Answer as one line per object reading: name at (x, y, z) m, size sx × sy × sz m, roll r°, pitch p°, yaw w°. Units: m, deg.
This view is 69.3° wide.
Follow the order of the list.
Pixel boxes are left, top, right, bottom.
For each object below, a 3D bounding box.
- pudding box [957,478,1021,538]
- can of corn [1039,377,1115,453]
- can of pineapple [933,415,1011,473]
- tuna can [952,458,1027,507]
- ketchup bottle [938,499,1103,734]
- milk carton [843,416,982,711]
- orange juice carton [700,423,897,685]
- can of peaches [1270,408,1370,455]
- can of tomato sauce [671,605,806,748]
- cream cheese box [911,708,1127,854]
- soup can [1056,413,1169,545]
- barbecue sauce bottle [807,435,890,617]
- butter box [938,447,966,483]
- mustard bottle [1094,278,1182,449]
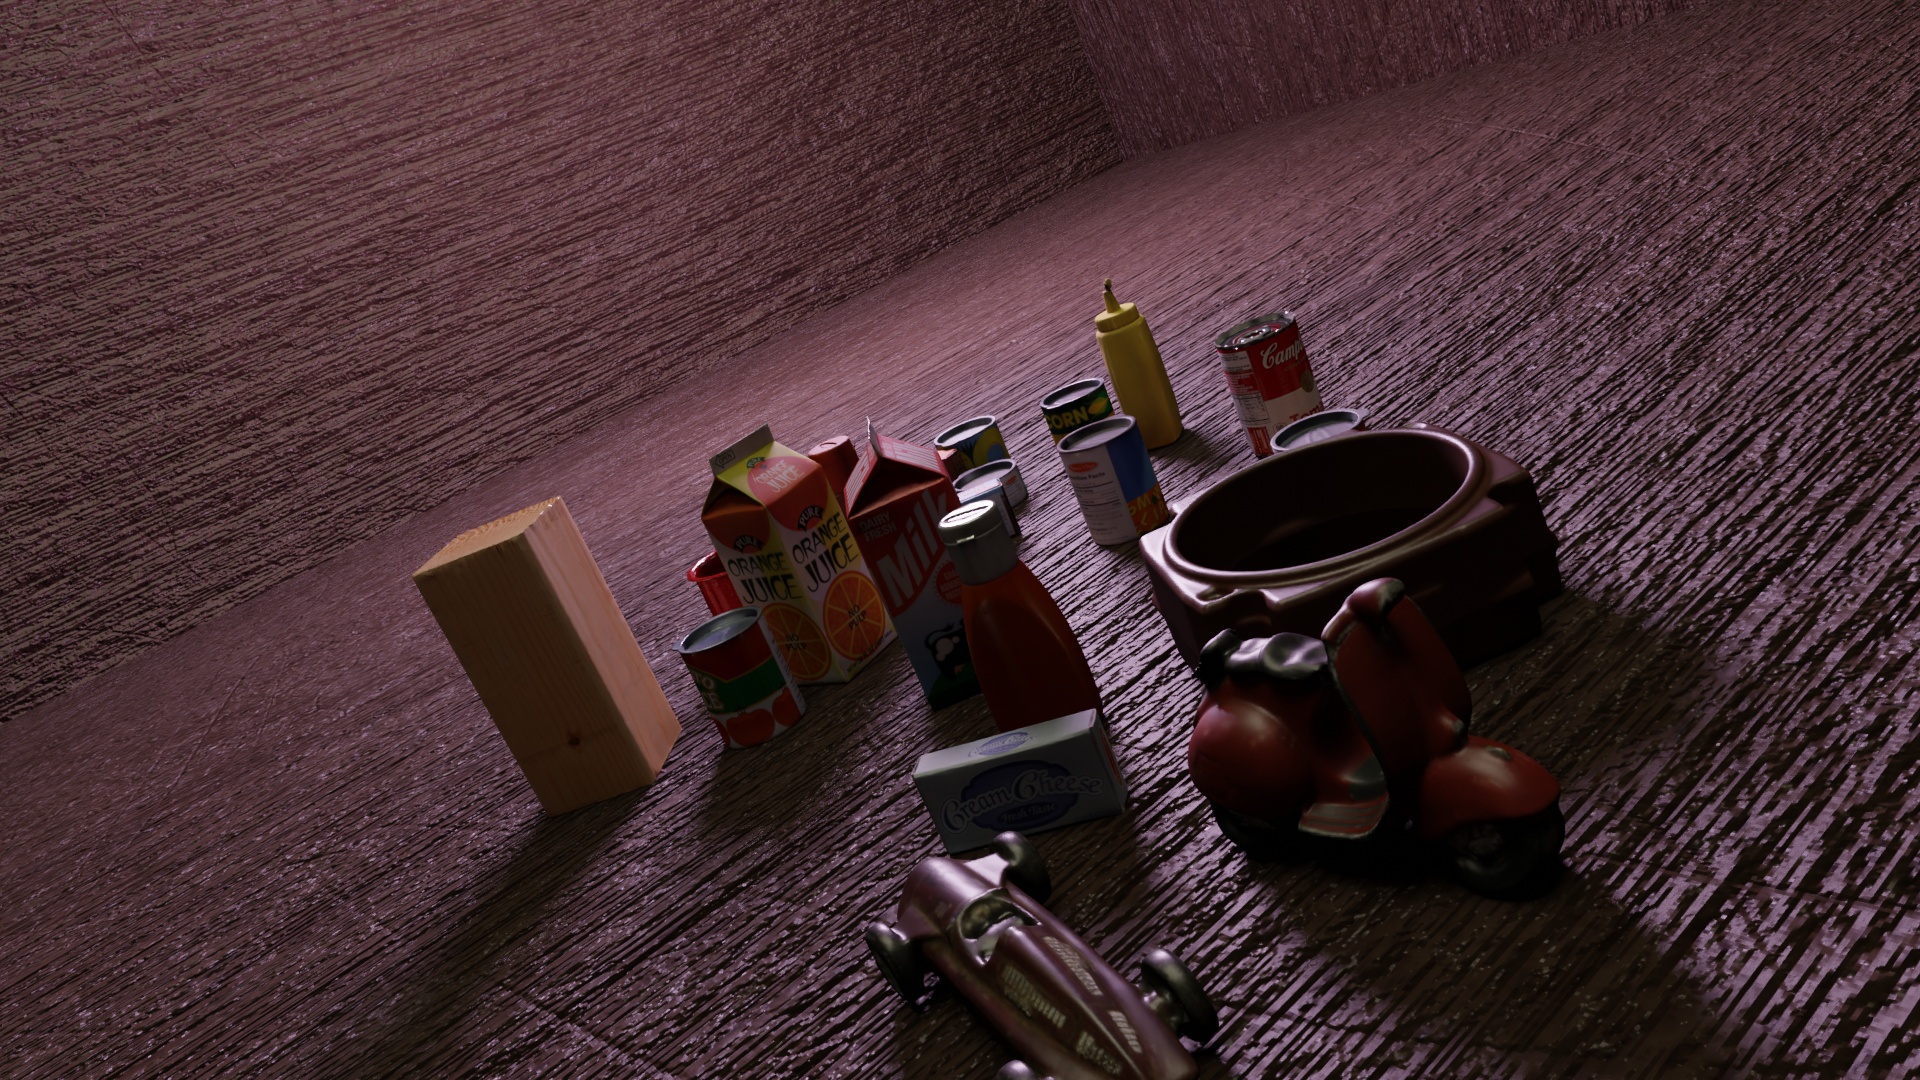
pudding box at (0.004, -0.015, 1.200) m, size 0.084 × 0.049 × 0.030 m, roll -23°, pitch 17°, yaw 0°
can of corn at (0.116, -0.117, 1.348) m, size 0.071 × 0.058 × 0.071 m, roll -21°, pitch 17°, yaw 7°
can of pineapple at (0.013, -0.083, 1.376) m, size 0.071 × 0.057 × 0.071 m, roll -21°, pitch 17°, yaw 7°
tuna can at (0.026, -0.047, 1.297) m, size 0.071 × 0.032 × 0.071 m, roll -21°, pitch 18°, yaw 7°
ketchup bottle at (0.031, 0.050, 0.814) m, size 0.064 × 0.148 × 0.044 m, roll -17°, pitch 18°, yaw 18°
milk carton at (-0.024, 0.009, 0.931) m, size 0.073 × 0.190 × 0.072 m, roll -23°, pitch 17°, yaw 1°
orange juice carton at (-0.128, 0.010, 1.051) m, size 0.073 × 0.192 × 0.072 m, roll -9°, pitch 22°, yaw 39°
can of peaches at (0.263, -0.054, 0.985) m, size 0.071 × 0.058 × 0.071 m, roll -21°, pitch 17°, yaw 7°
can of tomato sauce at (-0.160, 0.100, 1.009) m, size 0.071 × 0.083 × 0.071 m, roll -21°, pitch 17°, yaw 7°
cream cheese box at (0.032, 0.129, 0.738) m, size 0.103 × 0.053 × 0.024 m, roll -17°, pitch 18°, yaw 16°
soup can at (0.123, -0.049, 1.098) m, size 0.071 × 0.083 × 0.071 m, roll -21°, pitch 17°, yaw 7°
barbecue sauce bottle at (-0.078, -0.011, 1.126) m, size 0.044 × 0.148 × 0.065 m, roll -30°, pitch 19°, yaw -23°
butter box at (-0.036, -0.059, 1.371) m, size 0.103 × 0.053 × 0.024 m, roll -5°, pitch 25°, yaw 44°
mustard bottle at (0.157, -0.164, 1.265) m, size 0.049 × 0.159 × 0.065 m, roll -17°, pitch 18°, yaw 19°
